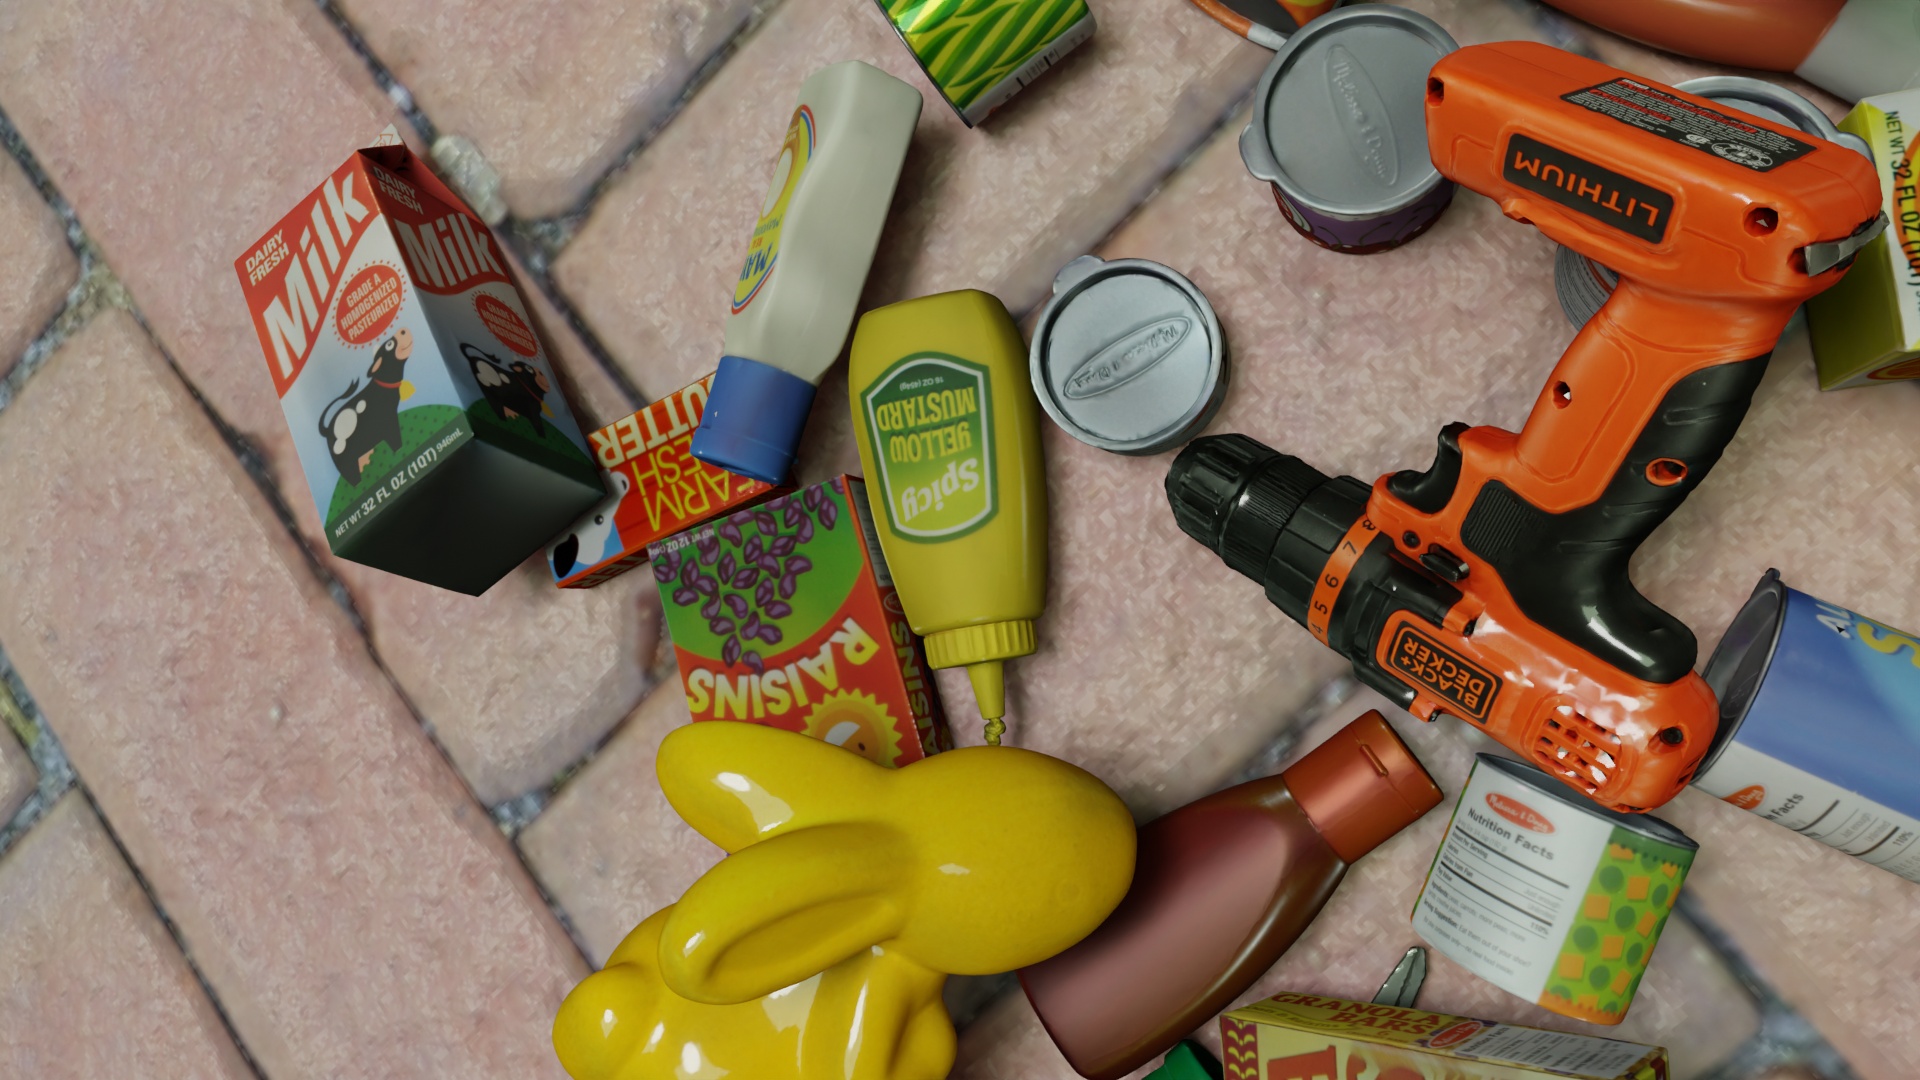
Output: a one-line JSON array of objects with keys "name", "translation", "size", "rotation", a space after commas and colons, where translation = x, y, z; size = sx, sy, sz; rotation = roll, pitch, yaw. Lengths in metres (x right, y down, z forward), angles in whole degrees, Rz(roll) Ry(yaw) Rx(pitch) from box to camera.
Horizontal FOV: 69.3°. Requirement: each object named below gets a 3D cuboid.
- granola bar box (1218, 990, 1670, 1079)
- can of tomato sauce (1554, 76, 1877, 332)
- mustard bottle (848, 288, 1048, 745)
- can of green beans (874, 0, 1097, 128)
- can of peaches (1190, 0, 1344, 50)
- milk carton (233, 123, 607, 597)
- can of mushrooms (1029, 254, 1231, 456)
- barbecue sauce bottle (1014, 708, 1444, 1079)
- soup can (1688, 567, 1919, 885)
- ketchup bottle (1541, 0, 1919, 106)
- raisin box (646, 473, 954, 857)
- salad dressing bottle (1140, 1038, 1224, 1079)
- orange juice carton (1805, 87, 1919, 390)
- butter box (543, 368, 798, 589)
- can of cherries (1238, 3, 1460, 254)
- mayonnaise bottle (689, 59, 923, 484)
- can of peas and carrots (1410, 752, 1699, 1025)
[{"name": "granola bar box", "translation": [0.139, 0.224, 0.396], "size": [0.124, 0.039, 0.165], "rotation": [-8, 82, 45]}, {"name": "can of tomato sauce", "translation": [0.217, -0.091, 0.412], "size": [0.071, 0.083, 0.071], "rotation": [-1, 87, 17]}, {"name": "mustard bottle", "translation": [0.002, -0.006, 0.492], "size": [0.065, 0.049, 0.160], "rotation": [-12, 83, 19]}, {"name": "can of green beans", "translation": [0.007, -0.191, 0.492], "size": [0.057, 0.071, 0.071], "rotation": [-35, 78, 13]}, {"name": "can of peaches", "translation": [0.104, -0.206, 0.462], "size": [0.071, 0.071, 0.058], "rotation": [36, 99, 16]}, {"name": "milk carton", "translation": [-0.217, -0.079, 0.541], "size": [0.072, 0.073, 0.191], "rotation": [-37, 63, 12]}, {"name": "can of mushrooms", "translation": [0.059, -0.065, 0.486], "size": [0.071, 0.033, 0.071], "rotation": [-1, 87, 18]}, {"name": "barbecue sauce bottle", "translation": [0.088, 0.113, 0.460], "size": [0.148, 0.043, 0.065], "rotation": [-39, 58, 11]}, {"name": "soup can", "translation": [0.263, 0.055, 0.399], "size": [0.084, 0.071, 0.071], "rotation": [24, 94, 17]}, {"name": "ketchup bottle", "translation": [0.236, -0.179, 0.432], "size": [0.149, 0.043, 0.065], "rotation": [35, 86, 15]}, {"name": "raisin box", "translation": [-0.057, 0.047, 0.512], "size": [0.086, 0.040, 0.123], "rotation": [-18, 82, 15]}, {"name": "salad dressing bottle", "translation": [0.035, 0.231, 0.464], "size": [0.147, 0.064, 0.044], "rotation": [-44, 65, 2]}, {"name": "orange juice carton", "translation": [0.345, -0.094, 0.377], "size": [0.192, 0.073, 0.072], "rotation": [-8, 85, 16]}, {"name": "butter box", "translation": [-0.119, -0.024, 0.544], "size": [0.103, 0.024, 0.053], "rotation": [-23, 80, 15]}, {"name": "can of cherries", "translation": [0.129, -0.132, 0.455], "size": [0.071, 0.058, 0.071], "rotation": [-1, 88, 17]}, {"name": "mayonnaise bottle", "translation": [-0.058, -0.095, 0.502], "size": [0.041, 0.065, 0.148], "rotation": [20, 84, -25]}, {"name": "can of peas and carrots", "translation": [0.181, 0.105, 0.423], "size": [0.071, 0.071, 0.058], "rotation": [22, 94, 17]}]
